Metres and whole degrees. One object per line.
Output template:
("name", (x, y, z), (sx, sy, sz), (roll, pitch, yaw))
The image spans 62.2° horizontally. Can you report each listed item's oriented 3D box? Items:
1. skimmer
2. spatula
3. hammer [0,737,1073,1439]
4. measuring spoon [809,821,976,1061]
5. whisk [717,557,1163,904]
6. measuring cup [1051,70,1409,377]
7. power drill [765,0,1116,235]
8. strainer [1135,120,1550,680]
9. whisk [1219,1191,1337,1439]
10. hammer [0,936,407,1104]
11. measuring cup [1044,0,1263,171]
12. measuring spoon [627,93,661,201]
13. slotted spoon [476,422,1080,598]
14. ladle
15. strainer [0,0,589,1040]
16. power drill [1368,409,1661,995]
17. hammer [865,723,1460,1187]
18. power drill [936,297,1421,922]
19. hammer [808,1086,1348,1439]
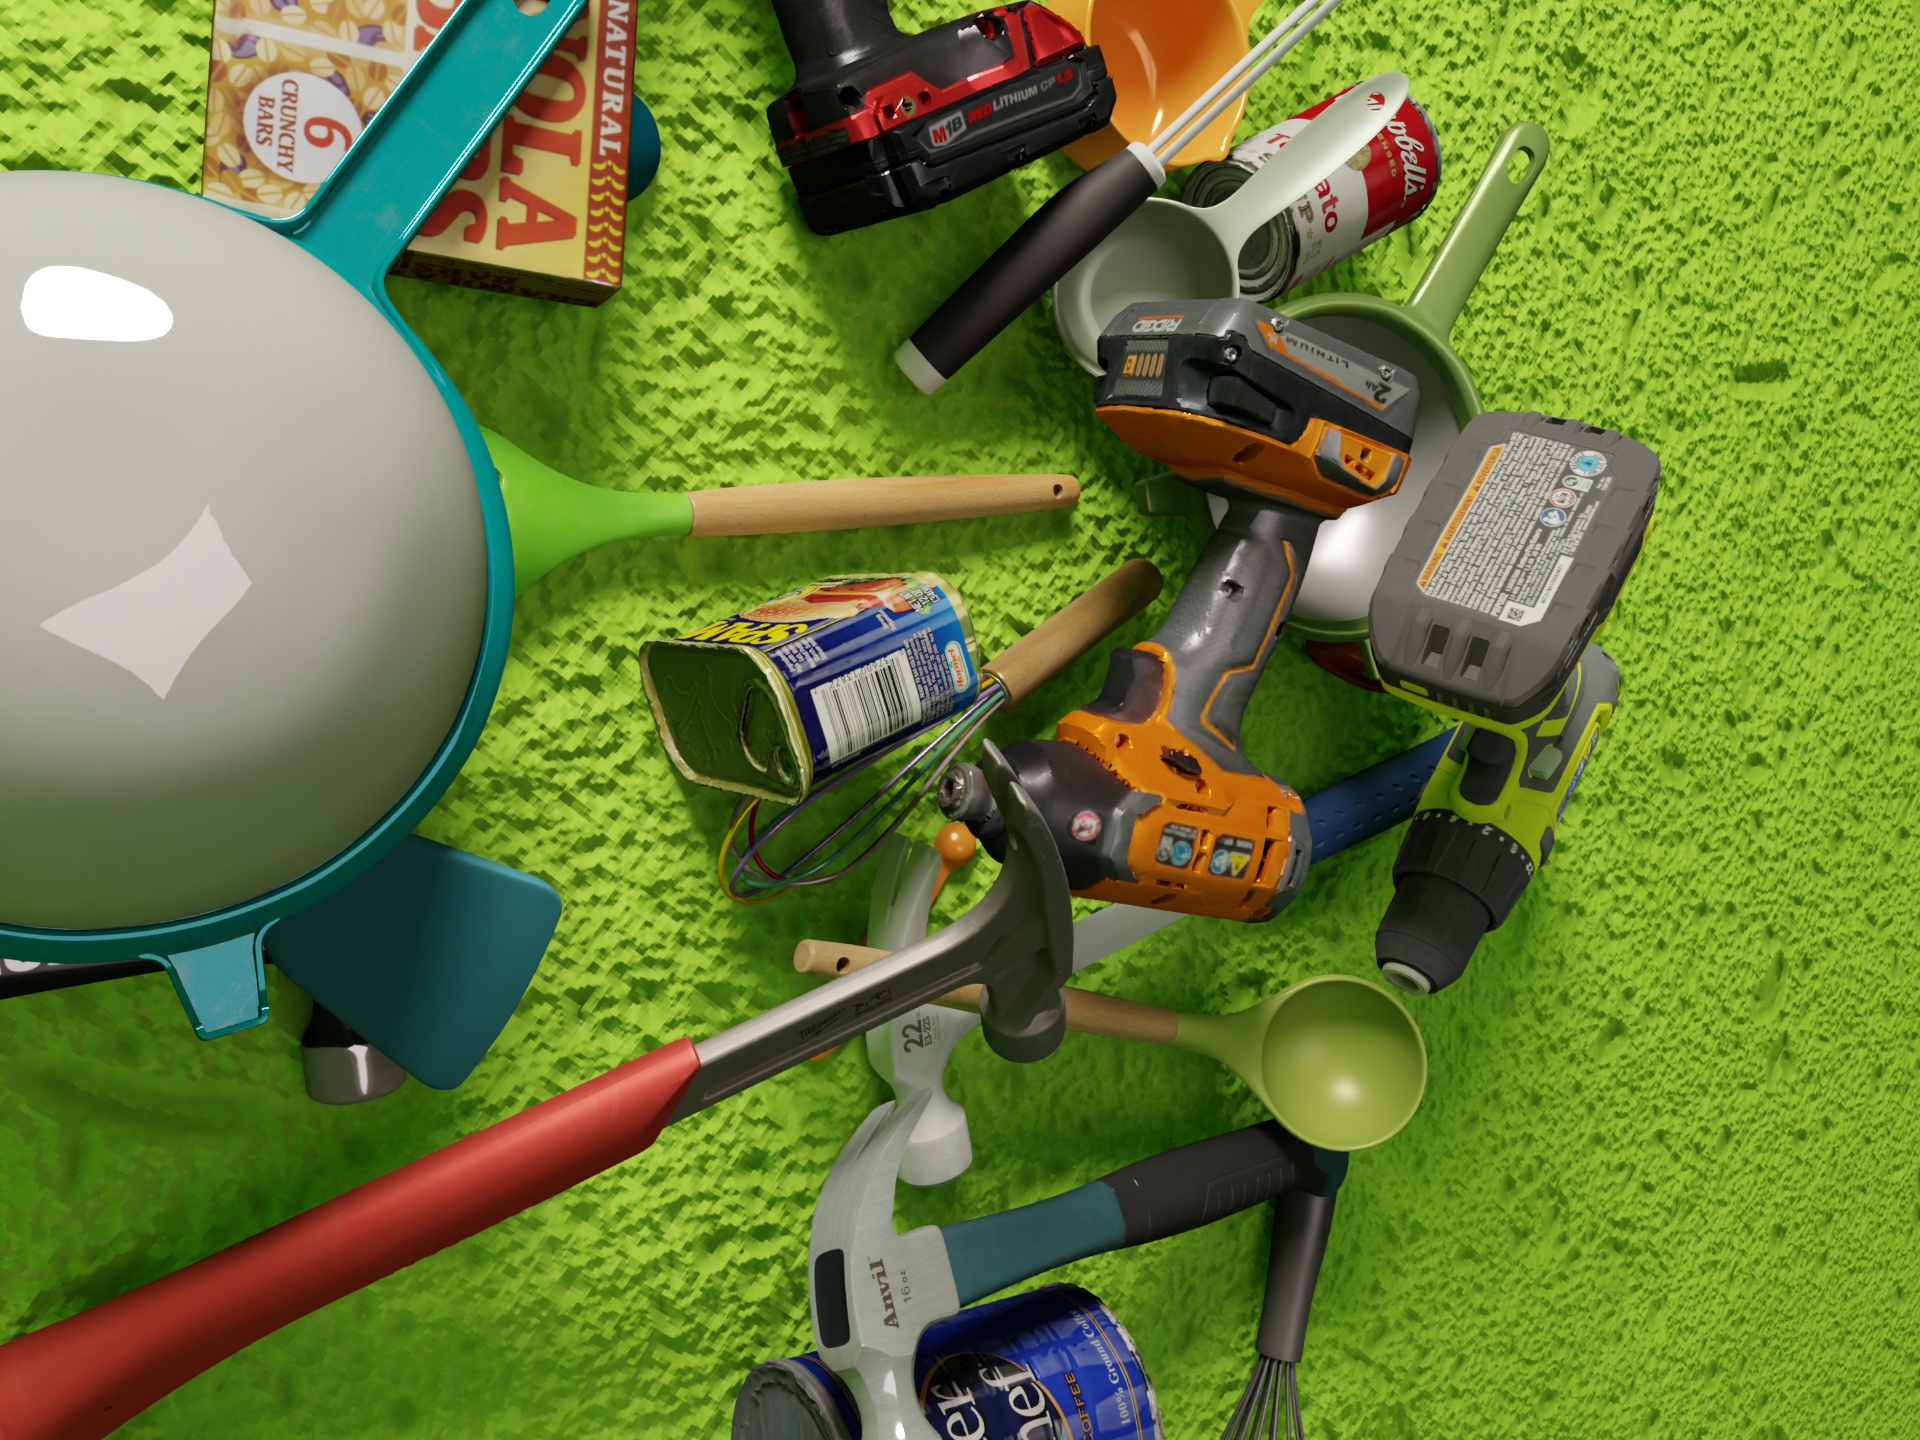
("skimmer", (0.130, -0.229, 0.579), (0.363, 0.090, 0.127), (-40, 150, 11))
("spatula", (-0.267, 0.025, 0.421), (0.317, 0.044, 0.082), (22, 111, -32))
("hammer", (-0.128, 0.129, 0.501), (0.359, 0.037, 0.149), (-23, 139, -12))
("measuring spoon", (-0.027, 0.090, 0.650), (0.021, 0.011, 0.117), (46, 69, -28))
("whisk", (-0.001, -0.003, 0.642), (0.245, 0.051, 0.047), (-37, 108, -29))
("measuring cup", (0.112, -0.204, 0.654), (0.167, 0.038, 0.083), (-38, 96, 12))
("power drill", (-0.033, -0.300, 0.564), (0.143, 0.079, 0.219), (-34, 115, -27))
("strainer", (0.184, -0.157, 0.722), (0.151, 0.069, 0.256), (32, 84, -18))
("whisk", (0.158, 0.308, 0.776), (0.055, 0.055, 0.239), (16, 82, -34))
("hammer", (-0.328, 0.070, 0.434), (0.334, 0.035, 0.146), (-9, 100, -33))
("measuring cup", (0.097, -0.298, 0.675), (0.174, 0.052, 0.095), (-47, 117, -23))
("measuring spoon", (-0.157, -0.193, 0.530), (0.128, 0.021, 0.042), (-16, 103, -32))
("slotted spoon", (-0.079, -0.080, 0.592), (0.313, 0.031, 0.070), (-8, 99, -34))
("ladle", (0.074, 0.124, 0.649), (0.320, 0.062, 0.078), (18, 80, -36))
("strainer", (-0.178, -0.100, 0.405), (0.210, 0.095, 0.340), (35, 71, -20))
("power drill", (0.229, 0.000, 0.685), (0.191, 0.080, 0.228), (-56, 149, -22))
("hammer", (0.128, 0.063, 0.732), (0.405, 0.035, 0.144), (-20, 112, -32))
("power drill", (0.081, -0.039, 0.608), (0.164, 0.084, 0.226), (12, 94, -34))
("hammer", (0.067, 0.201, 0.651), (0.330, 0.033, 0.128), (2, 65, -48))
